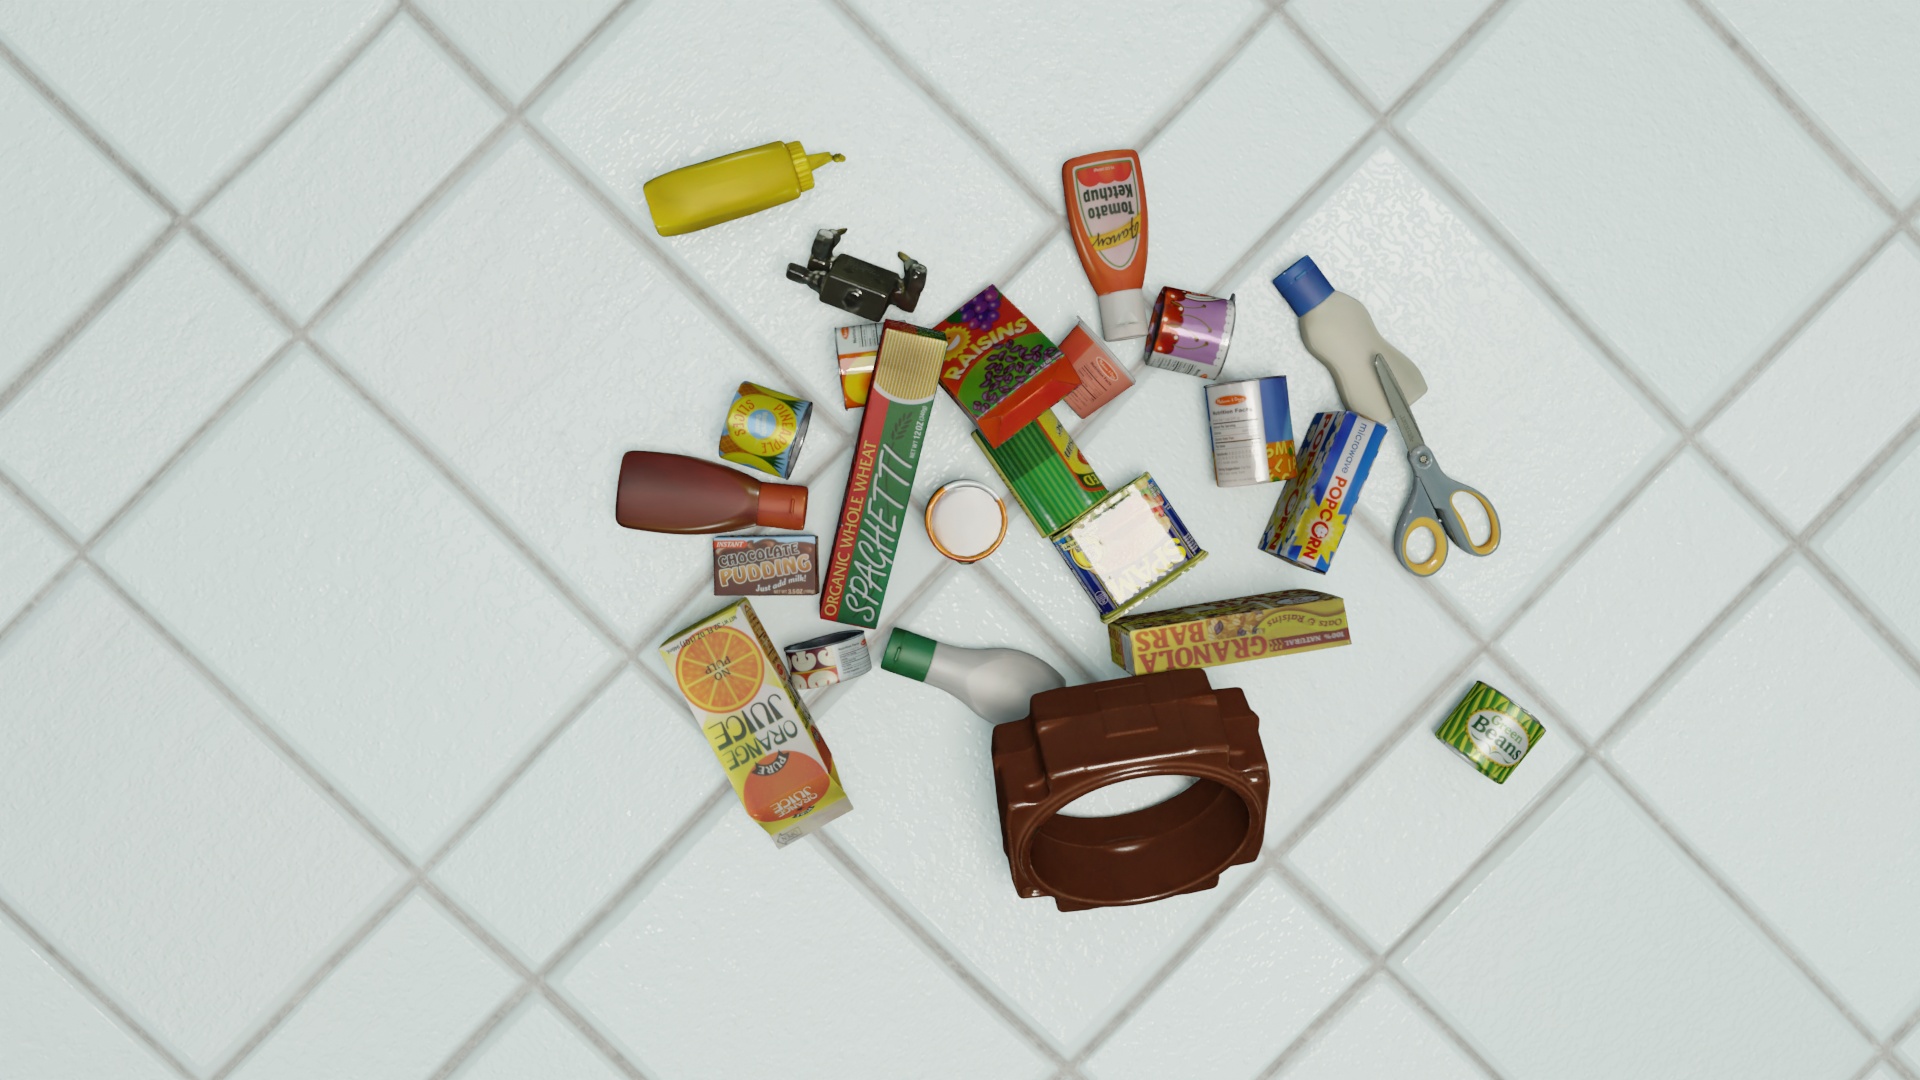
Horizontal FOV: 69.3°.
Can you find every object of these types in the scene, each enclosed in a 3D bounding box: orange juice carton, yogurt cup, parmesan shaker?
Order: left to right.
[{"bbox_3d":[-0.160,0.148,1.109,0.072,0.073,0.192,-28,93,-1],"label":"orange juice carton"},{"bbox_3d":[0.063,-0.062,1.111,0.071,0.071,0.103,-35,93,0],"label":"parmesan shaker"},{"bbox_3d":[0.100,-0.135,1.115,0.054,0.072,0.072,-42,93,8],"label":"yogurt cup"}]

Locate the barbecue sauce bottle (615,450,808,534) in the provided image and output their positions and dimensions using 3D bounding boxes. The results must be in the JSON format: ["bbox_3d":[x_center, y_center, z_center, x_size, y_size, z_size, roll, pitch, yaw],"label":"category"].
[{"bbox_3d":[-0.198,-0.034,1.116,0.149,0.043,0.065,6,87,-3],"label":"barbecue sauce bottle"}]

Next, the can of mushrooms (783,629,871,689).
[{"bbox_3d":[-0.108,0.095,1.114,0.071,0.071,0.033,-13,94,-2],"label":"can of mushrooms"}]

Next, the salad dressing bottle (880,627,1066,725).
[{"bbox_3d":[0.010,0.110,1.130,0.148,0.044,0.064,19,93,-2],"label":"salad dressing bottle"}]

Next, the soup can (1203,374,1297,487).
[{"bbox_3d":[0.236,-0.088,1.122,0.071,0.071,0.083,-8,94,-2],"label":"soup can"}]

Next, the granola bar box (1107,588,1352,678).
[{"bbox_3d":[0.207,0.071,1.095,0.166,0.124,0.039,-9,91,-2],"label":"granola bar box"}]

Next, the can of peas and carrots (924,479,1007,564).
[{"bbox_3d":[0.004,-0.014,1.117,0.071,0.059,0.071,0,92,-2],"label":"can of peas and carrots"}]

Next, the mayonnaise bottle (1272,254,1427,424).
[{"bbox_3d":[0.313,-0.164,1.133,0.064,0.041,0.148,-37,92,6],"label":"mayonnaise bottle"}]

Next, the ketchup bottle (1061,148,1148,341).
[{"bbox_3d":[0.123,-0.237,1.122,0.065,0.043,0.148,-9,93,-1],"label":"ketchup bottle"}]

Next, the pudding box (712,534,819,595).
[{"bbox_3d":[-0.157,0.020,1.126,0.084,0.030,0.049,0,91,-2],"label":"pudding box"}]

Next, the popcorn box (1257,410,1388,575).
[{"bbox_3d":[0.289,-0.040,1.113,0.038,0.085,0.126,22,92,-5],"label":"popcorn box"}]

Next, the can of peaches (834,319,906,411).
[{"bbox_3d":[-0.067,-0.139,1.108,0.058,0.071,0.071,-8,93,-2],"label":"can of peaches"}]

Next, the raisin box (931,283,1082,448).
[{"bbox_3d":[0.027,-0.138,1.086,0.086,0.124,0.040,-37,135,0],"label":"raisin box"}]

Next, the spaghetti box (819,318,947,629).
[{"bbox_3d":[-0.063,-0.047,1.091,0.050,0.029,0.249,12,110,-9],"label":"spaghetti box"}]

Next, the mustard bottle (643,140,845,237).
[{"bbox_3d":[-0.169,-0.284,1.101,0.160,0.065,0.048,-19,98,-7],"label":"mustard bottle"}]

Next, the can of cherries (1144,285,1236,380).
[{"bbox_3d":[0.184,-0.169,1.115,0.058,0.071,0.071,12,92,-1],"label":"can of cherries"}]

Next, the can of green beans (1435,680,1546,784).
[{"bbox_3d":[0.433,0.157,1.136,0.071,0.071,0.058,38,91,-3],"label":"can of green beans"}]

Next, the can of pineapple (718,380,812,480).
[{"bbox_3d":[-0.155,-0.088,1.103,0.058,0.071,0.071,18,92,-2],"label":"can of pineapple"}]
